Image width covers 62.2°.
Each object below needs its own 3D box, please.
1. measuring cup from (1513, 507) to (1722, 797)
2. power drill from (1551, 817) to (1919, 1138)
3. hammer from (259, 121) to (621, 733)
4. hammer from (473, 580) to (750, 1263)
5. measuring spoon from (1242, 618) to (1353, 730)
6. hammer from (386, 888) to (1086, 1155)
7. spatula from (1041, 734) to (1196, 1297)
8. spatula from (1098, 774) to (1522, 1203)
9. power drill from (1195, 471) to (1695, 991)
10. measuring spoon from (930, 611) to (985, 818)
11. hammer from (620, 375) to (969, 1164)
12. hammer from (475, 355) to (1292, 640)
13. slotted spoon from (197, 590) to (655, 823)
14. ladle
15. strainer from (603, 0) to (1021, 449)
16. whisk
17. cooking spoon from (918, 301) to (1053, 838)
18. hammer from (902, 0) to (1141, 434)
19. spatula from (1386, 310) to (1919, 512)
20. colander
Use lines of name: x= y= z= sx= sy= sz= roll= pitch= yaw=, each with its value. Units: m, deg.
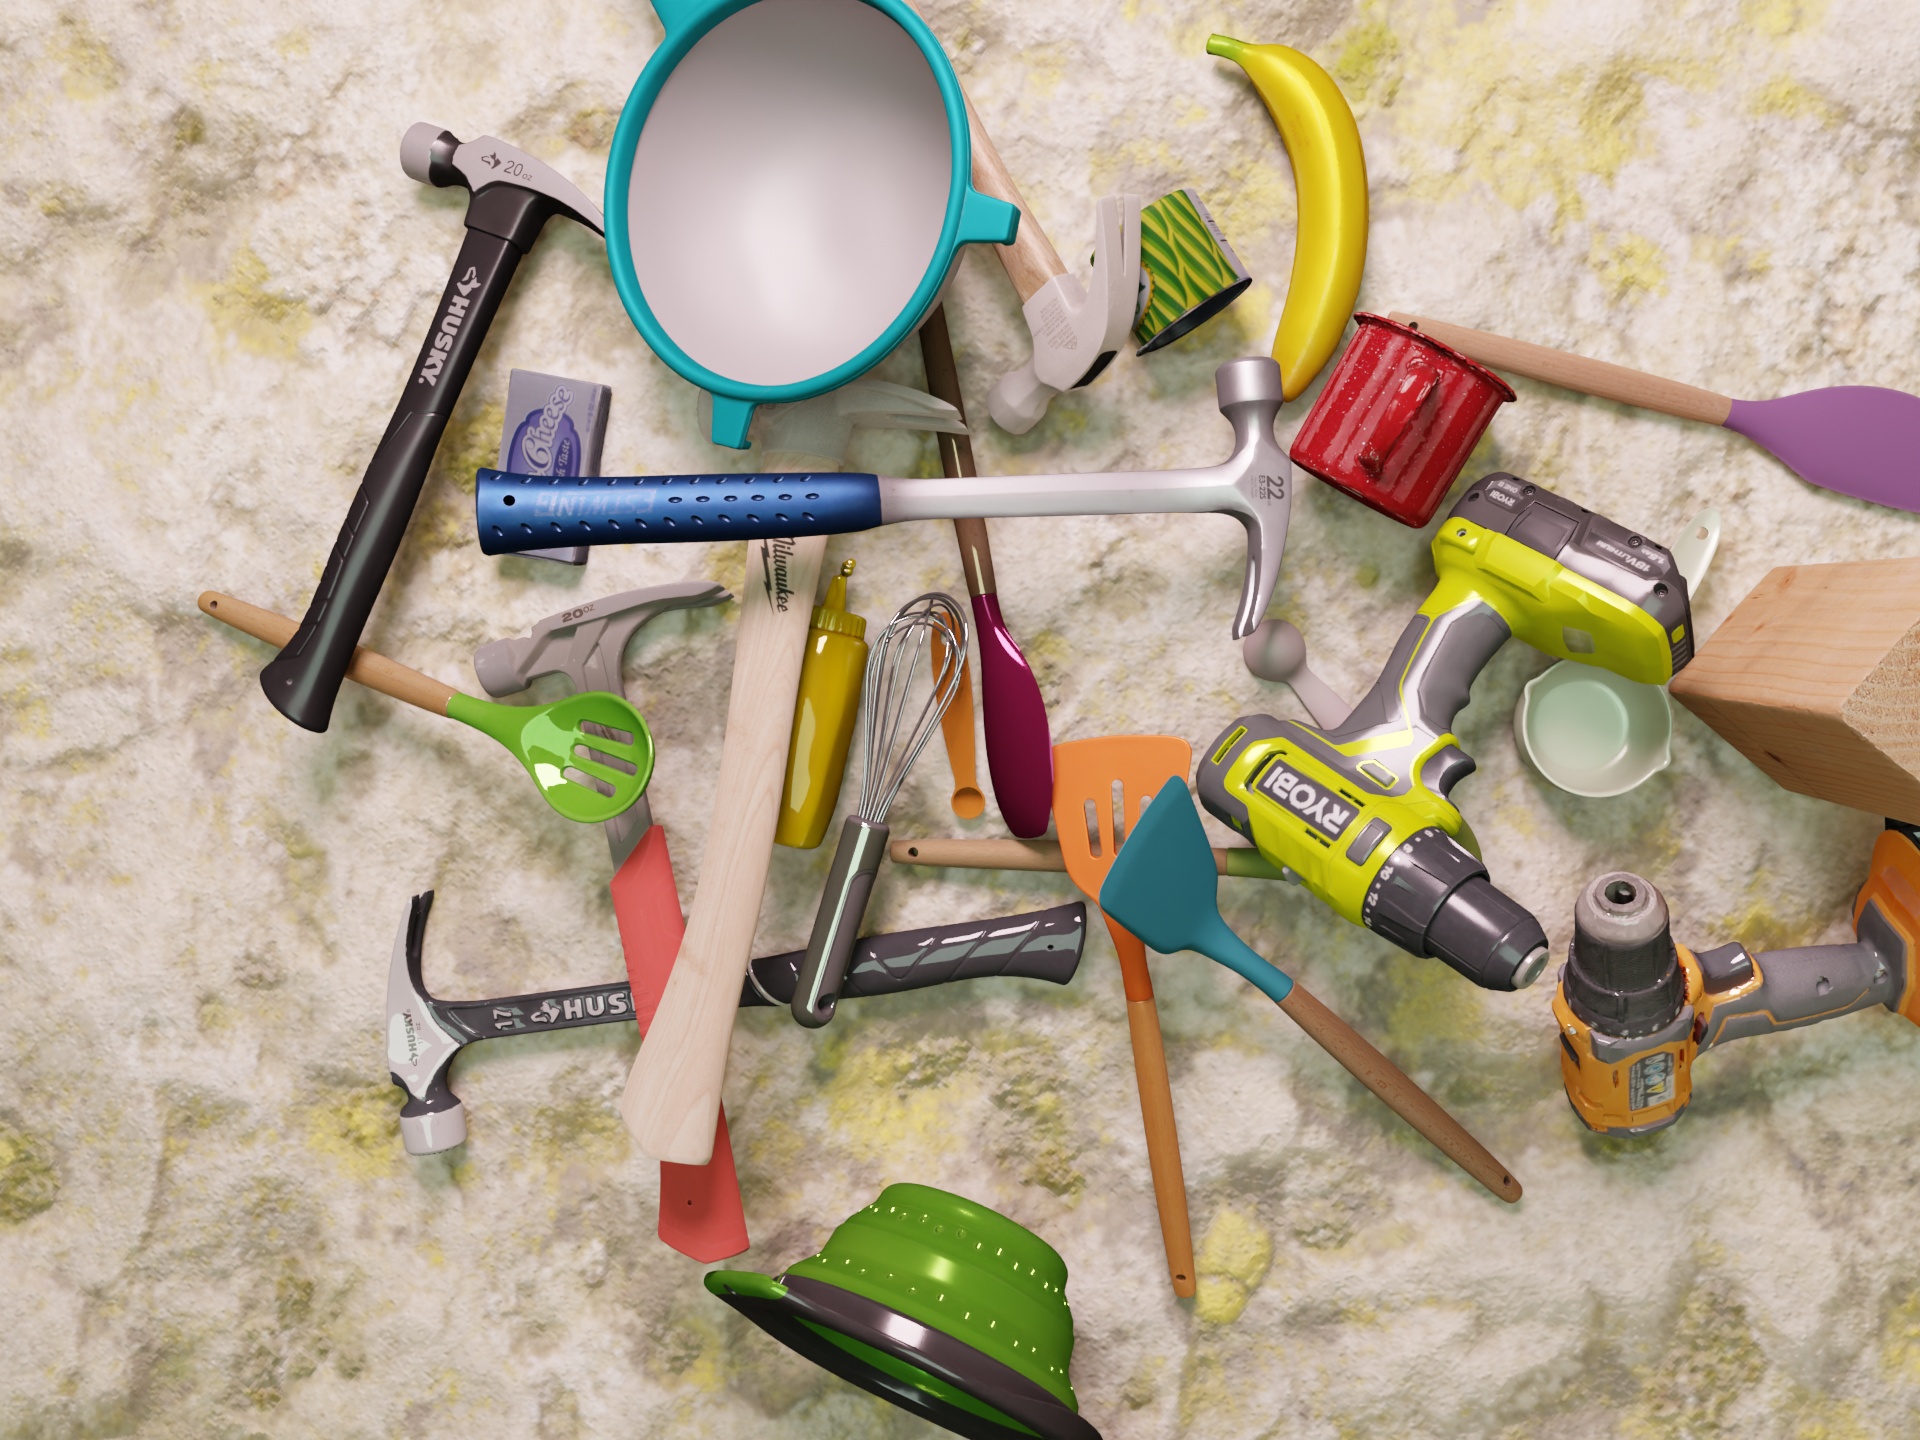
measuring cup: x=0.354 y=-0.037 z=0.844 sx=0.083 sy=0.038 sz=0.167 roll=29 pitch=89 yaw=5
power drill: x=0.406 y=0.114 z=0.787 sx=0.226 sy=0.084 sz=0.185 roll=-20 pitch=133 yaw=6
hammer: x=-0.293 y=-0.152 z=0.865 sx=0.146 sy=0.035 sz=0.335 roll=22 pitch=88 yaw=12
hammer: x=-0.159 y=0.106 z=0.861 sx=0.149 sy=0.036 sz=0.359 roll=-16 pitch=79 yaw=7
measuring spoon: x=0.202 y=-0.005 z=0.866 sx=0.034 sy=0.018 sz=0.124 roll=-43 pitch=90 yaw=6
hammer: x=-0.130 y=0.145 z=0.899 sx=0.409 sy=0.036 sz=0.149 roll=-9 pitch=92 yaw=5
spatula: x=0.103 y=0.167 z=0.862 sx=0.081 sy=0.041 sz=0.322 roll=-5 pitch=106 yaw=17
spatula: x=0.193 y=0.159 z=0.836 sx=0.317 sy=0.044 sz=0.082 roll=41 pitch=65 yaw=-12
power drill: x=0.253 y=0.006 z=0.785 sx=0.228 sy=0.080 sz=0.191 roll=-49 pitch=53 yaw=-4
measuring spoon: x=-0.001 y=-0.003 z=0.891 sx=0.021 sy=0.011 sz=0.117 roll=-8 pitch=90 yaw=8
hammer: x=-0.097 y=0.018 z=0.817 sx=0.146 sy=0.038 sz=0.411 roll=6 pitch=78 yaw=15
hammer: x=-0.029 y=-0.104 z=0.791 sx=0.405 sy=0.035 sz=0.144 roll=-3 pitch=85 yaw=-9
slotted spoon: x=-0.298 y=-0.019 z=0.876 sx=0.314 sy=0.031 sz=0.070 roll=20 pitch=88 yaw=17
ladle: x=0.120 y=0.076 z=0.874 sx=0.320 sy=0.062 sz=0.078 roll=1 pitch=88 yaw=12
strainer: x=-0.102 y=-0.320 z=0.833 sx=0.211 sy=0.095 sz=0.340 roll=-33 pitch=77 yaw=23
whisk: x=-0.047 y=0.048 z=0.859 sx=0.059 sy=0.057 sz=0.246 roll=17 pitch=90 yaw=41
cooking spoon: x=0.007 y=-0.093 z=0.865 sx=0.017 sy=0.069 sz=0.319 roll=-9 pitch=87 yaw=-28
hammer: x=-0.008 y=-0.324 z=0.836 sx=0.130 sy=0.031 sz=0.331 roll=-34 pitch=82 yaw=47
spatula: x=0.379 y=-0.172 z=0.839 sx=0.316 sy=0.018 sz=0.060 roll=15 pitch=93 yaw=3
colander: x=0.057 y=0.356 z=0.865 sx=0.397 sy=0.204 sz=0.094 roll=34 pitch=61 yaw=-13
